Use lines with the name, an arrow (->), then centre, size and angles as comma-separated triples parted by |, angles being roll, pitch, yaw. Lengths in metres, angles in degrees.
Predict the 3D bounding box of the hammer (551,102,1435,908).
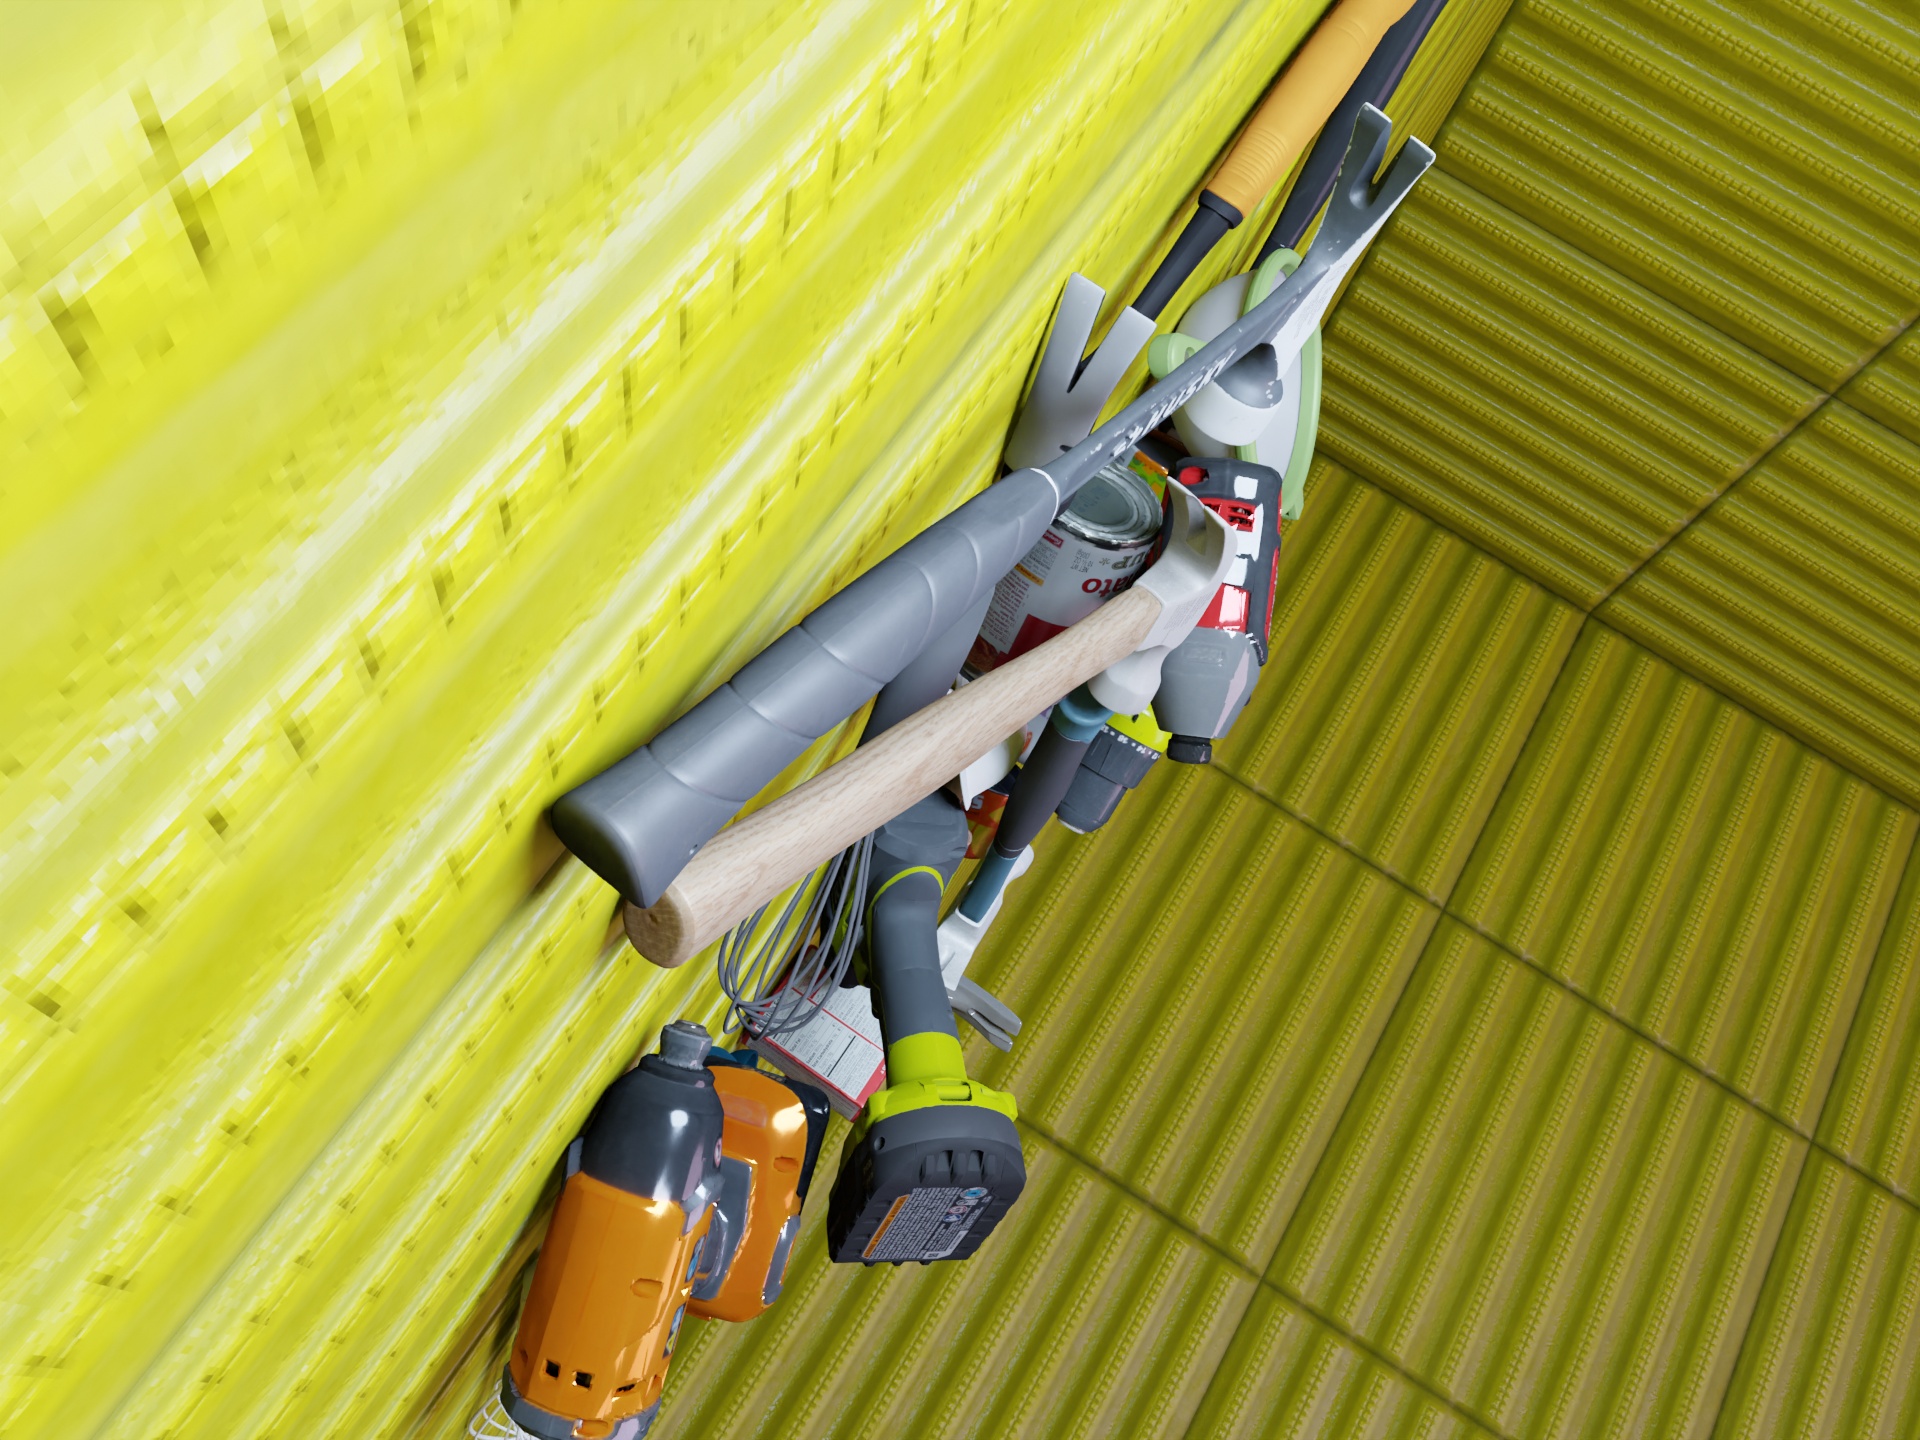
hammer -> 0.031, -0.073, 0.484 | 0.409, 0.036, 0.149 | -43, 169, -42

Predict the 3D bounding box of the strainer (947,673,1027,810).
strainer -> -0.001, -0.003, 0.787 | 0.258, 0.050, 0.087 | 30, 57, -78

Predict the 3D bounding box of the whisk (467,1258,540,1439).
whisk -> -0.216, 0.327, 0.803 | 0.246, 0.059, 0.058 | 111, -25, -47

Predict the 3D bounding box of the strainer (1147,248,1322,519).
strainer -> 0.134, -0.188, 0.874 | 0.256, 0.069, 0.151 | -13, 107, -61

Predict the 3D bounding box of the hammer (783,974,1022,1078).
hammer -> -0.102, 0.251, 0.987 | 0.359, 0.149, 0.036 | -41, 156, -52

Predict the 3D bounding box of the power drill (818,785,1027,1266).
power drill -> -0.034, 0.166, 0.853 | 0.171, 0.080, 0.223 | 115, -26, -46

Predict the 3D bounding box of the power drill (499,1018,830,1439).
power drill -> -0.122, 0.211, 0.719 | 0.226, 0.084, 0.164 | 47, 59, -81

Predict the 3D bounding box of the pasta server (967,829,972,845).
pasta server -> -0.034, 0.129, 1.143 | 0.060, 0.040, 0.316 | -39, 175, -24

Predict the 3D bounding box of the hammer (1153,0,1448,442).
hammer -> 0.208, -0.313, 0.988 | 0.334, 0.035, 0.146 | -61, 175, 29

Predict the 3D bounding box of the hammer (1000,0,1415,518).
hammer -> 0.121, -0.233, 0.659 | 0.337, 0.034, 0.127 | -55, 175, -25

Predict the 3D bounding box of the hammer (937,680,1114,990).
hammer -> 0.033, 0.059, 0.897 | 0.128, 0.033, 0.330 | -56, 174, -29

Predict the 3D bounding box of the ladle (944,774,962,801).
ladle -> 0.015, 0.036, 0.936 | 0.320, 0.062, 0.078 | -53, -166, 32

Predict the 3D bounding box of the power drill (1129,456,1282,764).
power drill -> 0.124, -0.054, 0.827 | 0.219, 0.078, 0.143 | -25, 121, -83

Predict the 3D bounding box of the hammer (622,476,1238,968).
hammer -> 0.008, -0.003, 0.581 | 0.331, 0.031, 0.130 | -32, 157, -47

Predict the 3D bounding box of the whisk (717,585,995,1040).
whisk -> -0.041, 0.029, 0.650 | 0.239, 0.055, 0.055 | -64, 174, 10

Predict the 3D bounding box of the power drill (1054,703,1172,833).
power drill -> 0.111, -0.027, 1.158 | 0.190, 0.080, 0.229 | -61, -168, 7

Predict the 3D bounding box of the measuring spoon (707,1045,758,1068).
measuring spoon -> -0.141, 0.200, 0.910 | 0.128, 0.021, 0.042 | 79, 29, -69
